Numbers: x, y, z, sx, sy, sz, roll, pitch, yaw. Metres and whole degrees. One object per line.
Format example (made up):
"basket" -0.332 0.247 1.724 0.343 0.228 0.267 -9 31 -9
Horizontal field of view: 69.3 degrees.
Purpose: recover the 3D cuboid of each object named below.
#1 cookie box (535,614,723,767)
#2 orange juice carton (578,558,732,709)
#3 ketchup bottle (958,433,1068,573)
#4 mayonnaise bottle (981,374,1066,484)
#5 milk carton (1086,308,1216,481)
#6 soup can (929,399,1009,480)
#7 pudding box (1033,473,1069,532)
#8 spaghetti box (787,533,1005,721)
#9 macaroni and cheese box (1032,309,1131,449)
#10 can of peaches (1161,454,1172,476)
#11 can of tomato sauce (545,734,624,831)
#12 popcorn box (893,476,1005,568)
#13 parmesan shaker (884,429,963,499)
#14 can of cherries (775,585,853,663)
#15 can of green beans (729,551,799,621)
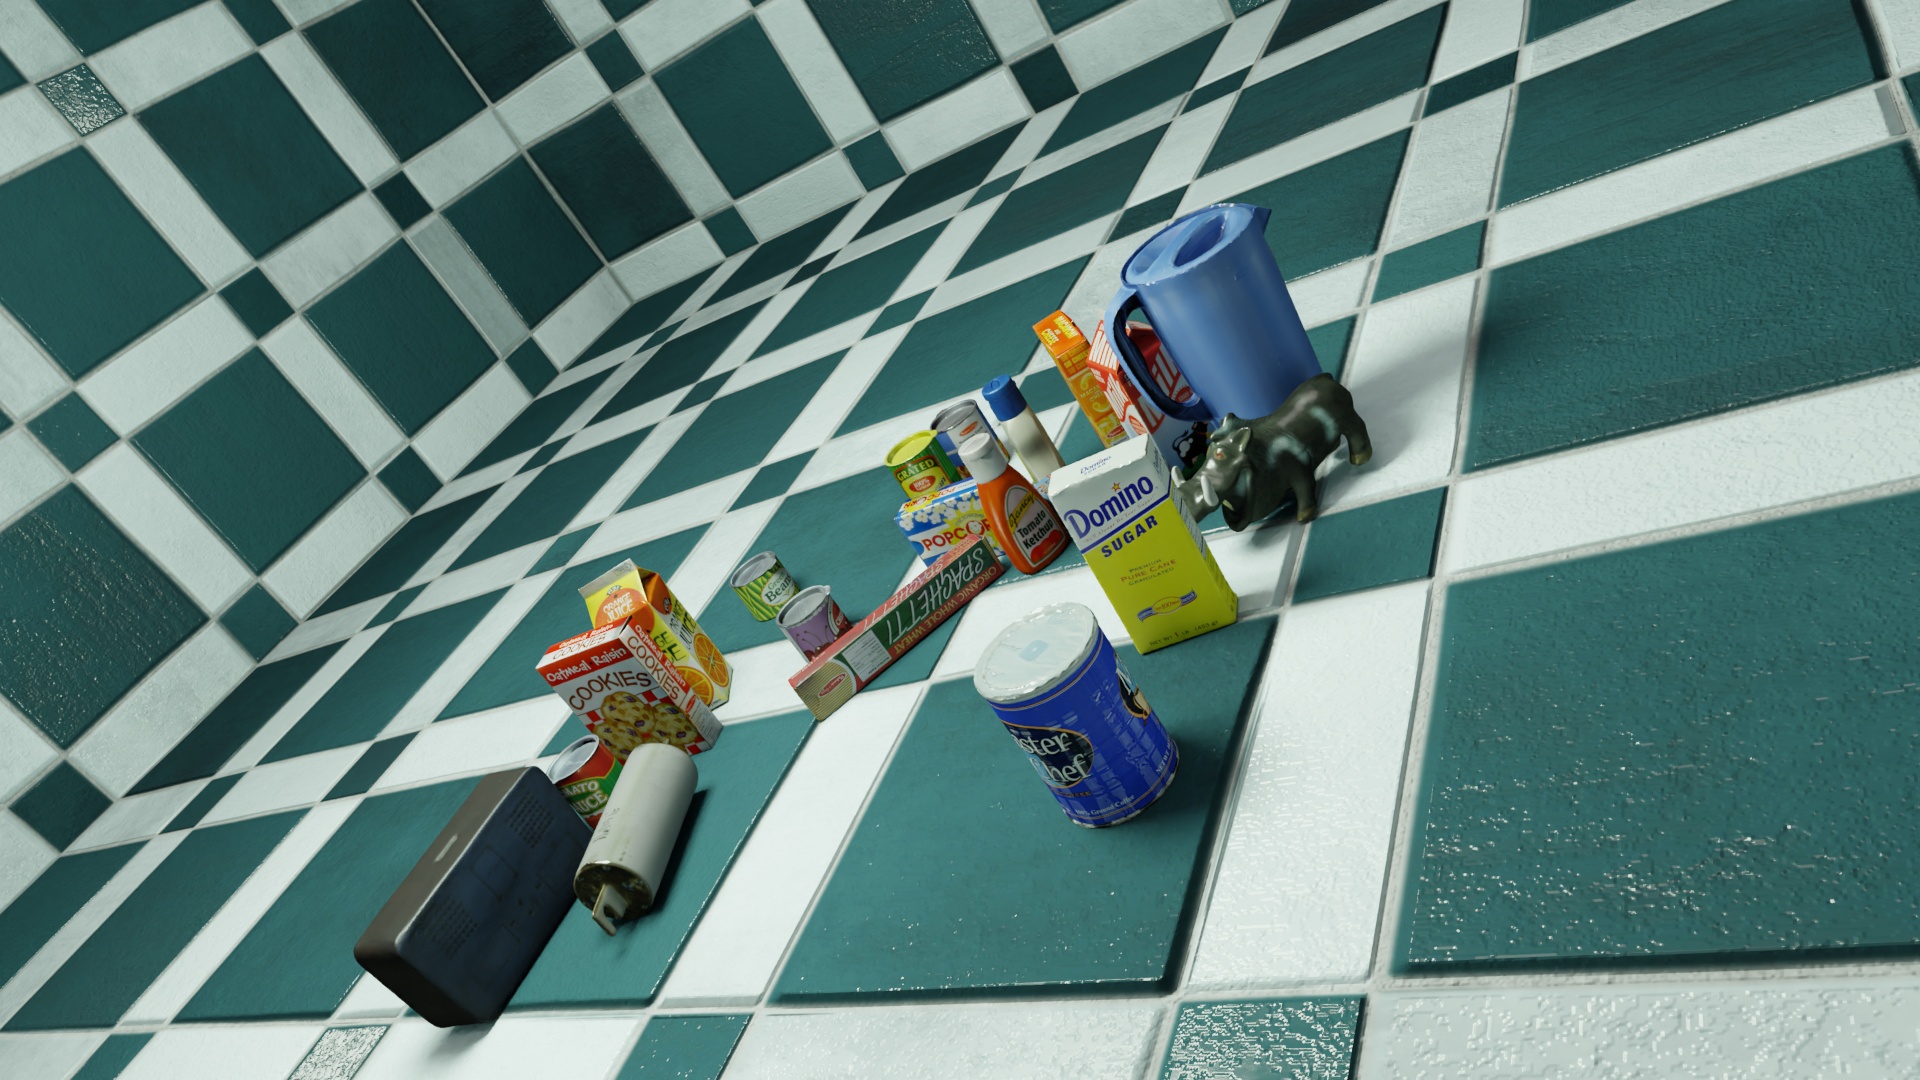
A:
"cookie box" -0.354 0.167 1.487 0.122 0.167 0.040 -21 27 26
"orange juice carton" -0.339 0.109 1.547 0.072 0.192 0.073 -29 24 10
"ketchup bottle" 0.049 -0.040 1.402 0.065 0.148 0.043 -42 25 -18
"mayonnaise bottle" 0.074 -0.110 1.504 0.041 0.147 0.065 -31 24 7
"milk carton" 0.191 -0.149 1.380 0.073 0.190 0.072 -37 24 -7
"soup can" 0.010 -0.118 1.673 0.071 0.083 0.072 -27 25 14
"pudding box" 0.110 -0.035 1.440 0.030 0.049 0.084 -37 25 -7
"spaghetti box" -0.063 0.087 1.425 0.250 0.050 0.029 -39 25 -12
"macaroni and cheese box" 0.144 -0.156 1.480 0.040 0.166 0.124 -32 24 5
"can of peaches" 0.181 -0.041 1.355 0.071 0.058 0.071 -27 25 14
"can of tomato sauce" -0.383 0.258 1.459 0.071 0.083 0.071 -27 25 14
"popcorn box" 0.005 -0.019 1.494 0.126 0.085 0.038 -18 28 30
"parmesan shaker" -0.031 -0.069 1.610 0.071 0.102 0.071 -27 25 14
"can of cherries" -0.157 0.091 1.520 0.071 0.058 0.072 -27 25 14
"can of green beans" -0.237 0.056 1.683 0.071 0.057 0.071 -27 25 14
